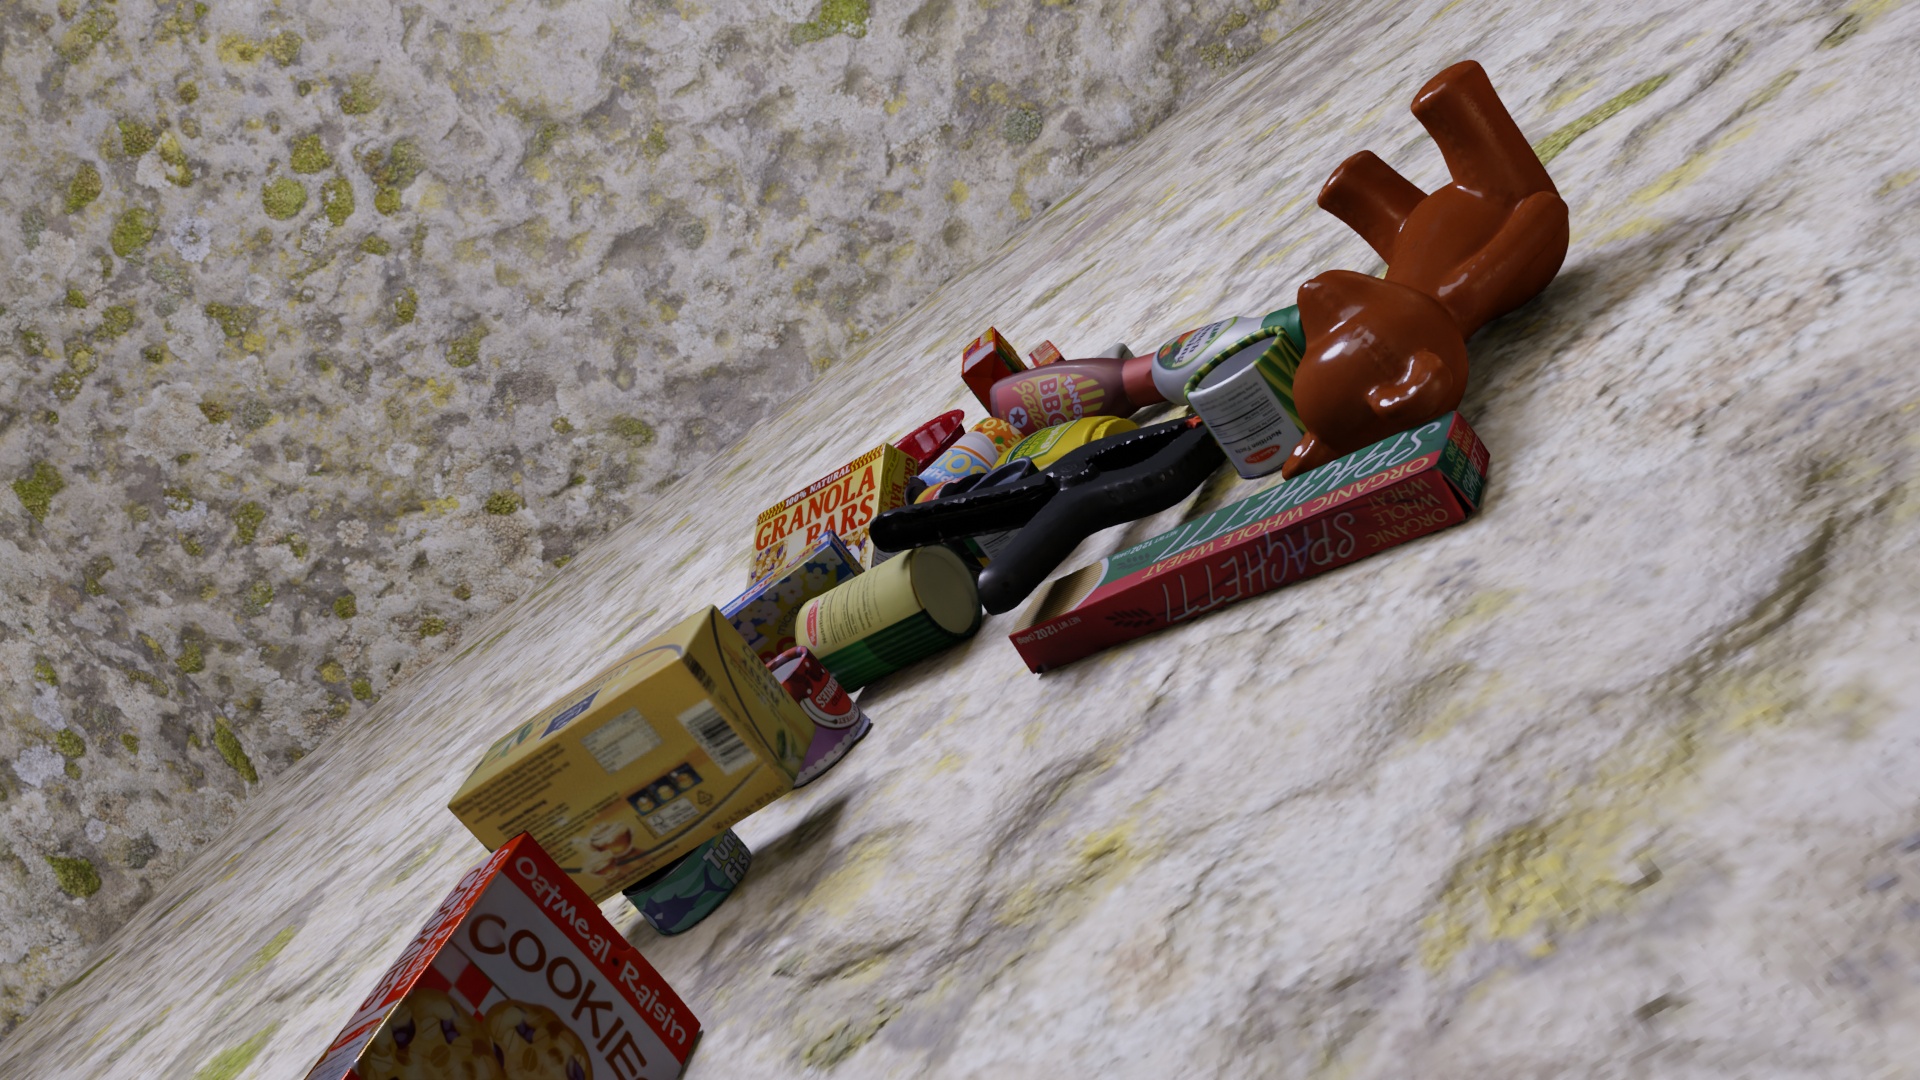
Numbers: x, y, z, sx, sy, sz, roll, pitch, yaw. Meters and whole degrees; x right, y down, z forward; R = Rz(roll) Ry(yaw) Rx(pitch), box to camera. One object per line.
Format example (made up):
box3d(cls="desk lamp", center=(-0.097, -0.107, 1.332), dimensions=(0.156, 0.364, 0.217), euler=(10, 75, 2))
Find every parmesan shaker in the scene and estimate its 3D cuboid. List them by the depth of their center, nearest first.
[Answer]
box3d(cls="parmesan shaker", center=(-0.044, 0.051, 0.865), dimensions=(0.102, 0.071, 0.072), euler=(-27, 17, 35))

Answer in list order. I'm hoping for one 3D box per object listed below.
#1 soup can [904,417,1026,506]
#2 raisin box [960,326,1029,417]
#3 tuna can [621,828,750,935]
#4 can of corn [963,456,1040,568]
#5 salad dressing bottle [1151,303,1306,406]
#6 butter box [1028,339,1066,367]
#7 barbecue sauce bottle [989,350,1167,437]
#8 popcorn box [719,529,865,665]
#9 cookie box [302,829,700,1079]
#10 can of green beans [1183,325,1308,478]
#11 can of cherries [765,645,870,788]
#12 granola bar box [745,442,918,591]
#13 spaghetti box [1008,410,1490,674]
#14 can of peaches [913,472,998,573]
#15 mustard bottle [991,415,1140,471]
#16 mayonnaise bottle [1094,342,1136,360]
box3d(cls="soup can", center=(0.009, -0.043, 1.019), dimensions=(0.084, 0.071, 0.071), euler=(-44, 15, -26))
box3d(cls="raisin box", center=(0.040, -0.134, 1.207), dimensions=(0.040, 0.086, 0.124), euler=(-37, 14, 11))
box3d(cls="tuna can", center=(-0.148, 0.181, 0.764), dimensions=(0.071, 0.033, 0.071), euler=(-35, 14, 10))
box3d(cls="can of corn", center=(0.035, -0.012, 0.880), dimensions=(0.071, 0.058, 0.071), euler=(-35, 14, 10))
box3d(cls="salad dressing bottle", center=(0.184, -0.123, 0.901), dimensions=(0.064, 0.044, 0.147), euler=(-45, 16, -24))
box3d(cls="butter box", center=(0.086, -0.137, 1.171), dimensions=(0.024, 0.053, 0.104), euler=(-38, 13, 8))
box3d(cls="barbecue sauce bottle", center=(0.096, -0.106, 1.021), dimensions=(0.148, 0.065, 0.044), euler=(-13, 3, 33))
box3d(cls="popcorn box", center=(-0.113, 0.065, 0.943), dimensions=(0.126, 0.085, 0.038), euler=(-36, 15, 5))
box3d(cls="cookie box", center=(-0.177, 0.213, 0.544), dimensions=(0.040, 0.122, 0.168), euler=(-32, 15, 20))
box3d(cls="can of green beans", center=(0.166, -0.077, 0.768), dimensions=(0.071, 0.057, 0.071), euler=(-35, 14, 10))
box3d(cls="can of cherries", center=(-0.098, 0.104, 0.834), dimensions=(0.071, 0.058, 0.072), euler=(-36, 14, 10))
box3d(cls="granola bar box", center=(-0.103, 0.011, 1.078), dimensions=(0.165, 0.039, 0.125), euler=(-25, 49, 41))
box3d(cls="spaghetti box", center=(0.126, 0.007, 0.655), dimensions=(0.249, 0.028, 0.050), euler=(-26, 18, 40))
box3d(cls="can of peaches", center=(0.003, -0.012, 0.933), dimensions=(0.071, 0.071, 0.058), euler=(-43, 13, -21))
box3d(cls="mustard bottle", center=(0.081, -0.054, 0.921), dimensions=(0.065, 0.048, 0.160), euler=(-47, 16, -28))
box3d(cls="mayonnaise bottle", center=(0.075, -0.098, 1.099), dimensions=(0.147, 0.041, 0.065), euler=(-32, 21, 29))
